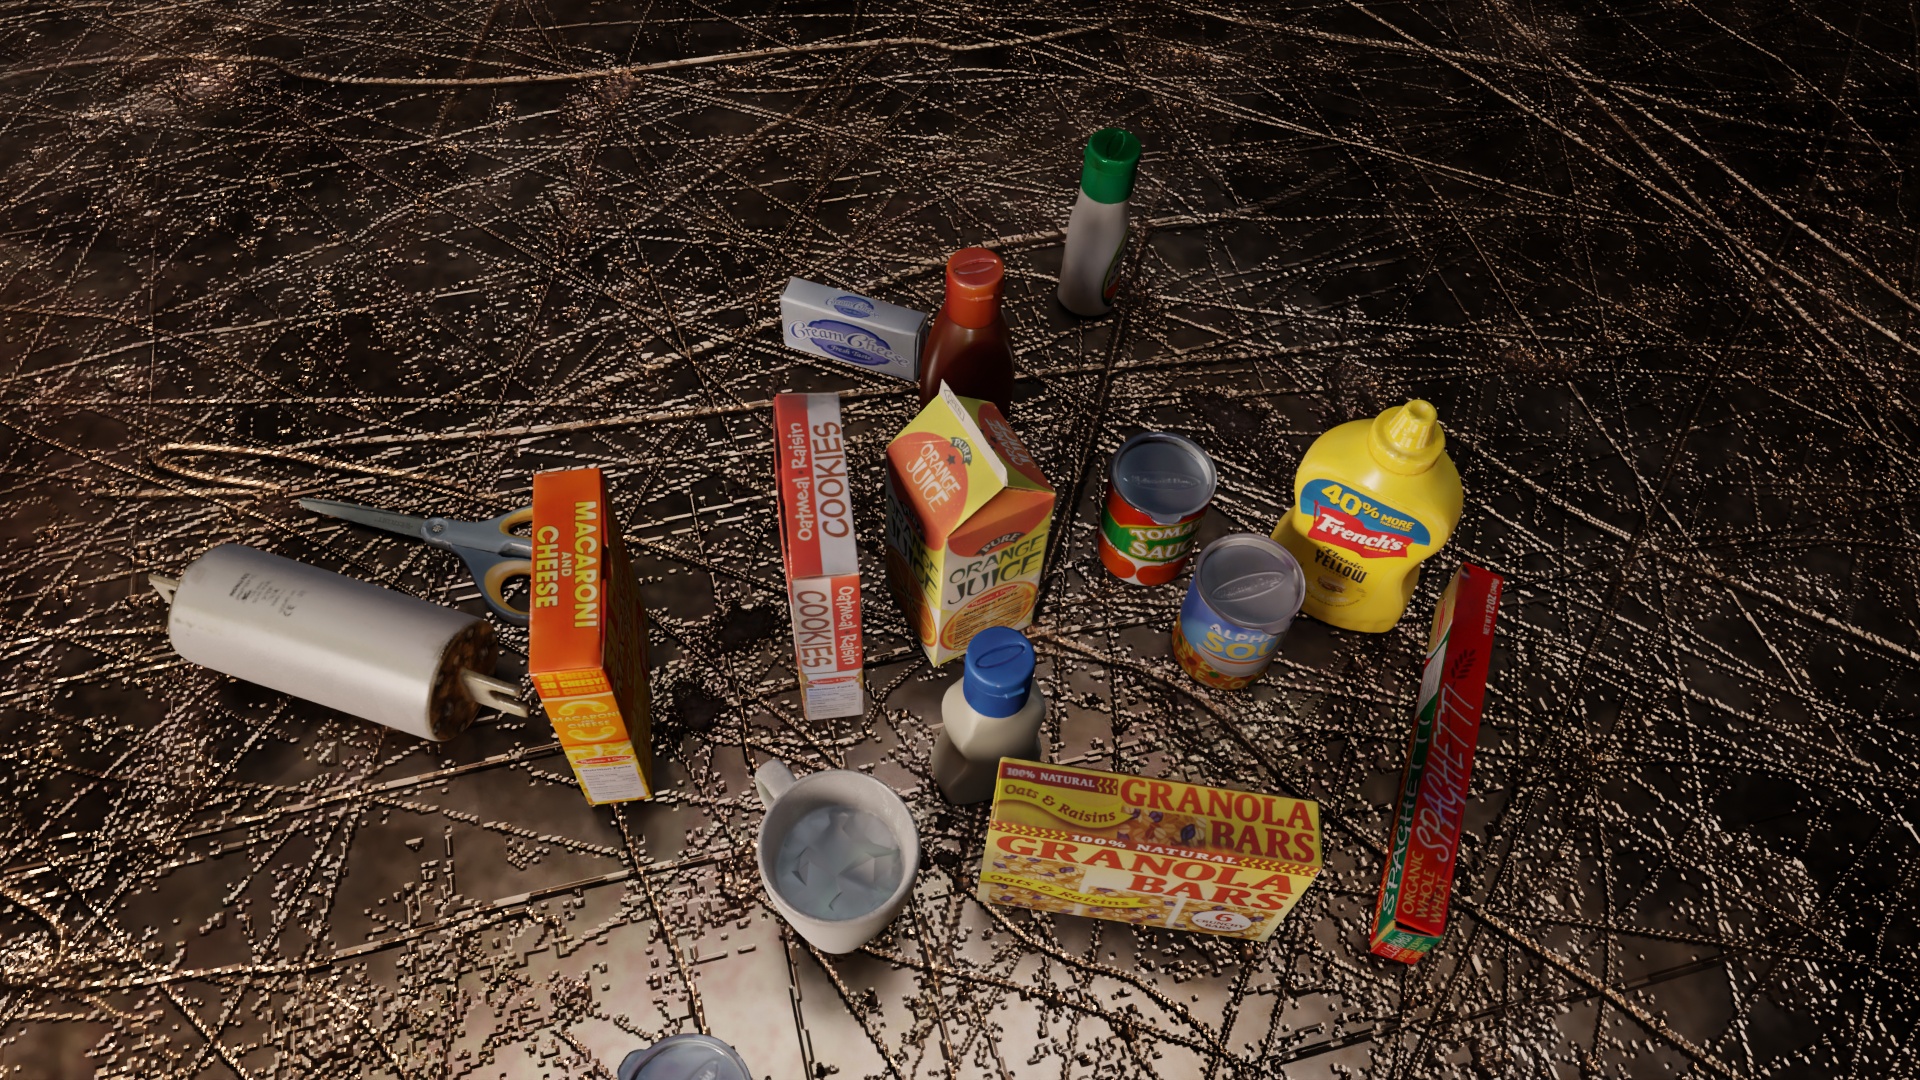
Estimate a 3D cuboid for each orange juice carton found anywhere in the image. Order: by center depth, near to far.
[{"bbox_3d":[0.003,-0.010,0.816,0.073,0.191,0.072,-23,61,-17],"label":"orange juice carton"}]

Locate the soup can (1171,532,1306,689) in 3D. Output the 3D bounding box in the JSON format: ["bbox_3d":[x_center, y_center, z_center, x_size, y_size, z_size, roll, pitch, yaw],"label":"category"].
[{"bbox_3d":[0.170,0.047,0.853,0.071,0.083,0.072,2,57,-2],"label":"soup can"}]

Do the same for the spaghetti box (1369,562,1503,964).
[{"bbox_3d":[0.285,0.127,0.828,0.029,0.050,0.251,18,58,8],"label":"spaghetti box"}]

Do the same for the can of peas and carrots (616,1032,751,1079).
[{"bbox_3d":[-0.136,0.285,0.693,0.071,0.058,0.071,2,57,-2],"label":"can of peas and carrots"}]

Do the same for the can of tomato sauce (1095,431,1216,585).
[{"bbox_3d":[0.124,-0.018,0.893,0.071,0.082,0.071,2,57,-2],"label":"can of tomato sauce"}]

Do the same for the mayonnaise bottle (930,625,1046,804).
[{"bbox_3d":[0.018,0.098,0.772,0.065,0.147,0.041,-20,60,-15],"label":"mayonnaise bottle"}]

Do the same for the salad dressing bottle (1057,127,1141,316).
[{"bbox_3d":[0.099,-0.225,0.990,0.044,0.147,0.064,19,58,9],"label":"salad dressing bottle"}]

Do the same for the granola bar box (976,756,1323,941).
[{"bbox_3d":[0.096,0.167,0.746,0.166,0.123,0.039,8,57,2],"label":"granola bar box"}]

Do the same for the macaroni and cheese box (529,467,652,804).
[{"bbox_3d":[-0.203,0.057,0.775,0.040,0.165,0.124,-6,57,-7],"label":"macaroni and cheese box"}]

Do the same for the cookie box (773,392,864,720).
[{"bbox_3d":[-0.083,0.012,0.811,0.040,0.166,0.123,-6,57,-7],"label":"cookie box"}]

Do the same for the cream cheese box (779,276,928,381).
[{"bbox_3d":[-0.075,-0.149,0.986,0.104,0.053,0.024,17,58,7],"label":"cream cheese box"}]

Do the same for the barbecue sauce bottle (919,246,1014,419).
[{"bbox_3d":[0.006,-0.129,0.921,0.065,0.147,0.044,-14,59,-12],"label":"barbecue sauce bottle"}]
